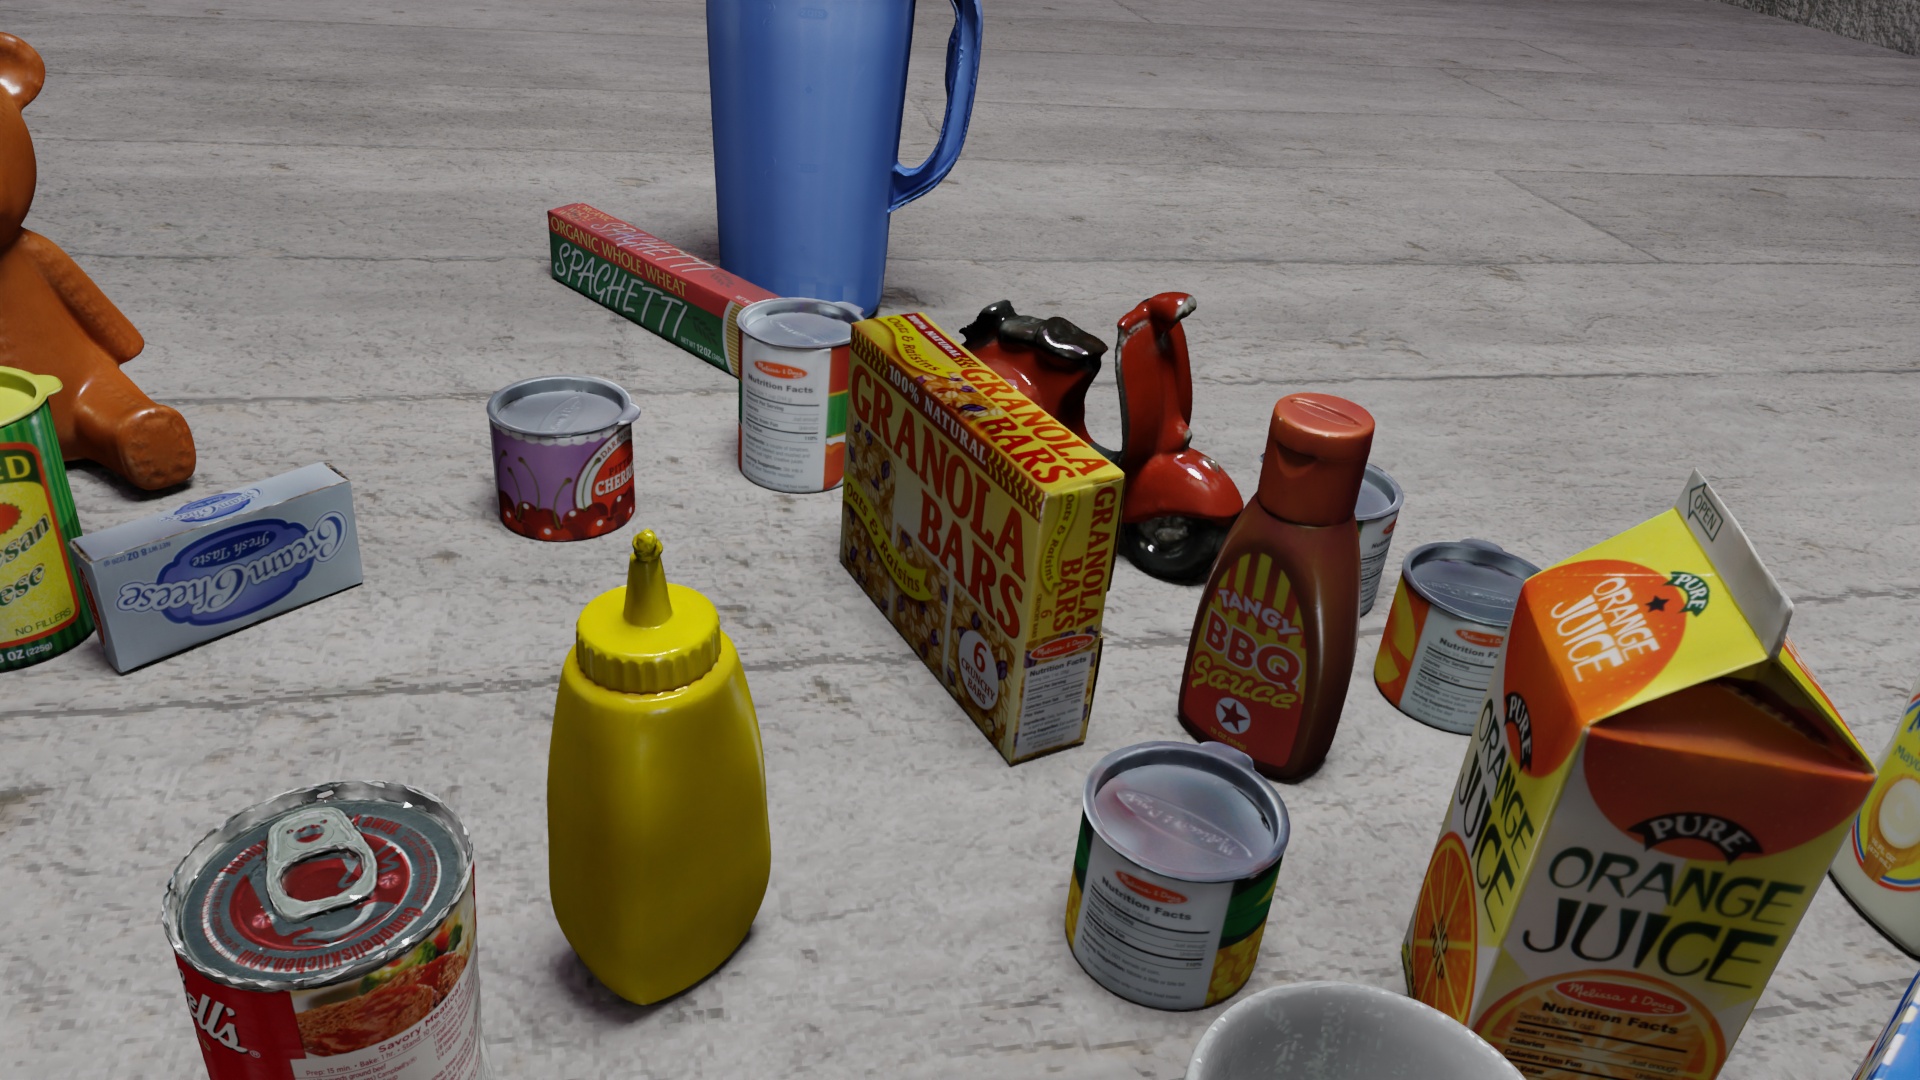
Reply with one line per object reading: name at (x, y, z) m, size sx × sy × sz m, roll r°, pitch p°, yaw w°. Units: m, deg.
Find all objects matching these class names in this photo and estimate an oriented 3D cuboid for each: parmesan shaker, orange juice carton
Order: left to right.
parmesan shaker at (-0.379, -0.009, 0.541) m, size 0.071 × 0.102 × 0.071 m, roll 4°, pitch 30°, yaw -2°
orange juice carton at (0.187, 0.080, 0.394) m, size 0.073 × 0.191 × 0.072 m, roll 8°, pitch 30°, yaw 5°

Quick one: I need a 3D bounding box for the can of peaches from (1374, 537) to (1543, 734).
can of peaches at (0.217, 0.040, 0.598) m, size 0.071 × 0.057 × 0.071 m, roll 4°, pitch 30°, yaw -2°

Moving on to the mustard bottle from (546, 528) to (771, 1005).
mustard bottle at (-0.089, 0.063, 0.410) m, size 0.049 × 0.159 × 0.065 m, roll 26°, pitch 36°, yaw 31°

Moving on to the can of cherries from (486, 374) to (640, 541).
can of cherries at (-0.188, -0.040, 0.668) m, size 0.071 × 0.058 × 0.072 m, roll 4°, pitch 30°, yaw -2°

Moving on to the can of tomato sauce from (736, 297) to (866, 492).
can of tomato sauce at (-0.082, -0.077, 0.724) m, size 0.071 × 0.082 × 0.071 m, roll 4°, pitch 30°, yaw -2°

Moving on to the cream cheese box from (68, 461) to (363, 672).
cream cheese box at (-0.302, 0.009, 0.572) m, size 0.024 × 0.053 × 0.104 m, roll 26°, pitch 36°, yaw 32°

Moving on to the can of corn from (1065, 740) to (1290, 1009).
can of corn at (0.071, 0.108, 0.458) m, size 0.071 × 0.058 × 0.071 m, roll 4°, pitch 30°, yaw -2°

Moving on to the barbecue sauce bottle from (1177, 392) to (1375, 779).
barbecue sauce bottle at (0.125, 0.017, 0.533) m, size 0.065 × 0.147 × 0.044 m, roll 29°, pitch 37°, yaw 34°

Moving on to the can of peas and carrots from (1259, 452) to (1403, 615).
can of peas and carrots at (0.169, -0.003, 0.664) m, size 0.071 × 0.058 × 0.071 m, roll 4°, pitch 30°, yaw -2°

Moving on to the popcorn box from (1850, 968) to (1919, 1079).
popcorn box at (0.247, 0.166, 0.363) m, size 0.127 × 0.084 × 0.038 m, roll -24°, pitch 41°, yaw -40°

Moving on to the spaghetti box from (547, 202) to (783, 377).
spaghetti box at (-0.182, -0.156, 0.876) m, size 0.250 × 0.050 × 0.029 m, roll 29°, pitch 38°, yaw 35°

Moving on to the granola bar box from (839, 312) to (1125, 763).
granola bar box at (0.002, -0.007, 0.579) m, size 0.039 × 0.123 × 0.166 m, roll -11°, pitch 34°, yaw -26°

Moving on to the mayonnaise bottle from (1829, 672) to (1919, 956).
mayonnaise bottle at (0.353, 0.071, 0.478) m, size 0.041 × 0.147 × 0.065 m, roll 1°, pitch 30°, yaw -8°
